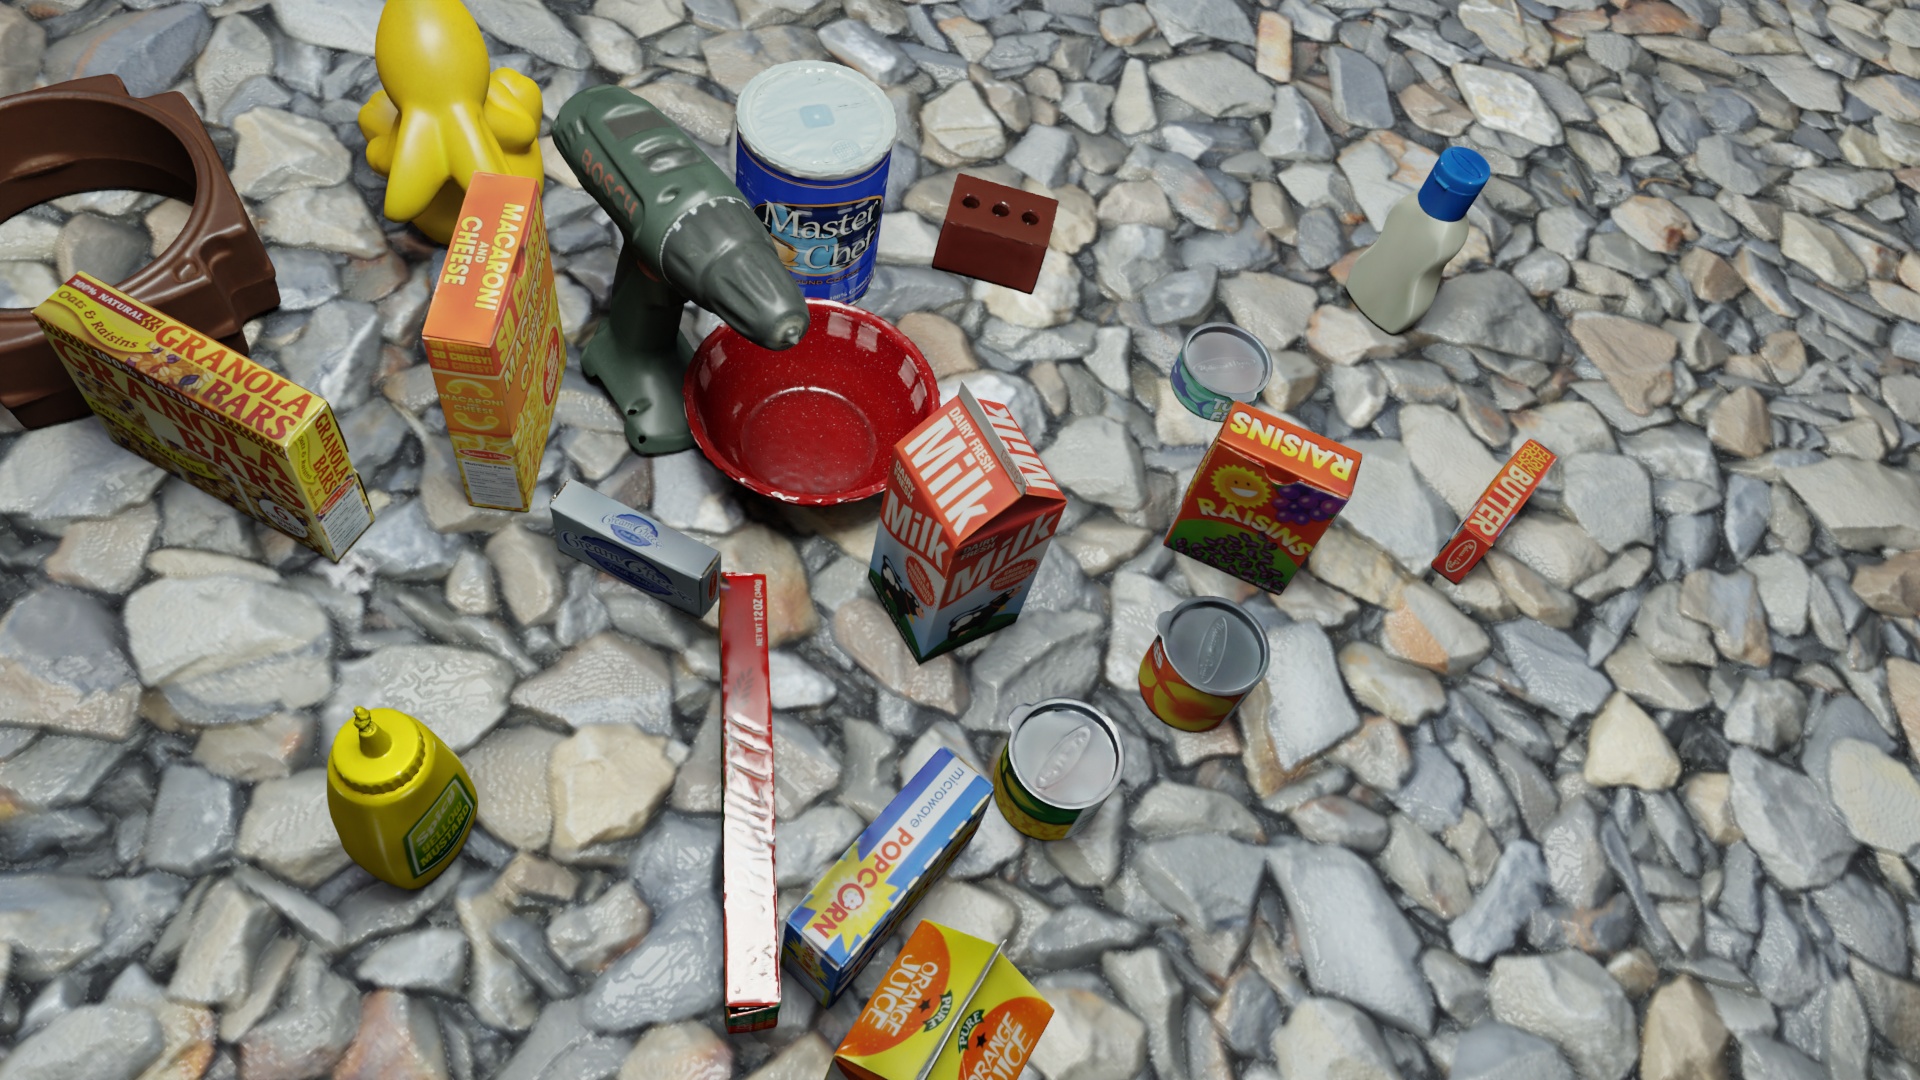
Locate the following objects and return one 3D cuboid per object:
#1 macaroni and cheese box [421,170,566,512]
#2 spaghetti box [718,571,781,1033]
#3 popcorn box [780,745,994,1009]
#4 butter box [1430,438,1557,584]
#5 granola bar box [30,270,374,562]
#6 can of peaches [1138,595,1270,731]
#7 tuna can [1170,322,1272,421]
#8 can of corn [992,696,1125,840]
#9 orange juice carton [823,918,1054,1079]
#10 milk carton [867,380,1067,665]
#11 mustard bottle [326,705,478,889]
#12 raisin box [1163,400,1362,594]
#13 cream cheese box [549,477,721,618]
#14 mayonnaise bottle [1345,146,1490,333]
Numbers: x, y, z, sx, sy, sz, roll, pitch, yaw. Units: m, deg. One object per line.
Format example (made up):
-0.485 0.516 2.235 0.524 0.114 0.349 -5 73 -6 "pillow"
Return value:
-0.269 -0.113 0.820 0.040 0.165 0.124 7 58 -6 "macaroni and cheese box"
-0.117 0.137 0.763 0.029 0.050 0.251 -1 59 -11 "spaghetti box"
-0.039 0.177 0.732 0.038 0.084 0.127 38 60 13 "popcorn box"
0.363 -0.021 0.944 0.024 0.052 0.104 39 60 13 "butter box"
-0.424 -0.068 0.789 0.166 0.123 0.039 27 59 7 "granola bar box"
0.145 0.075 0.844 0.071 0.057 0.071 5 59 -7 "can of peaches"
0.185 -0.117 0.982 0.071 0.032 0.071 5 58 -7 "tuna can"
0.053 0.130 0.794 0.071 0.058 0.071 5 59 -7 "can of corn"
-0.013 0.237 0.637 0.073 0.191 0.072 32 59 10 "orange juice carton"
0.003 -0.010 0.792 0.074 0.189 0.072 -22 66 -22 "milk carton"
-0.277 0.120 0.680 0.049 0.159 0.065 28 59 7 "mustard bottle"
0.187 -0.024 0.873 0.086 0.122 0.040 25 58 5 "raisin box"
-0.193 0.006 0.827 0.104 0.053 0.024 26 58 6 "cream cheese box"
0.332 -0.217 1.002 0.041 0.147 0.065 -27 67 -23 "mayonnaise bottle"
